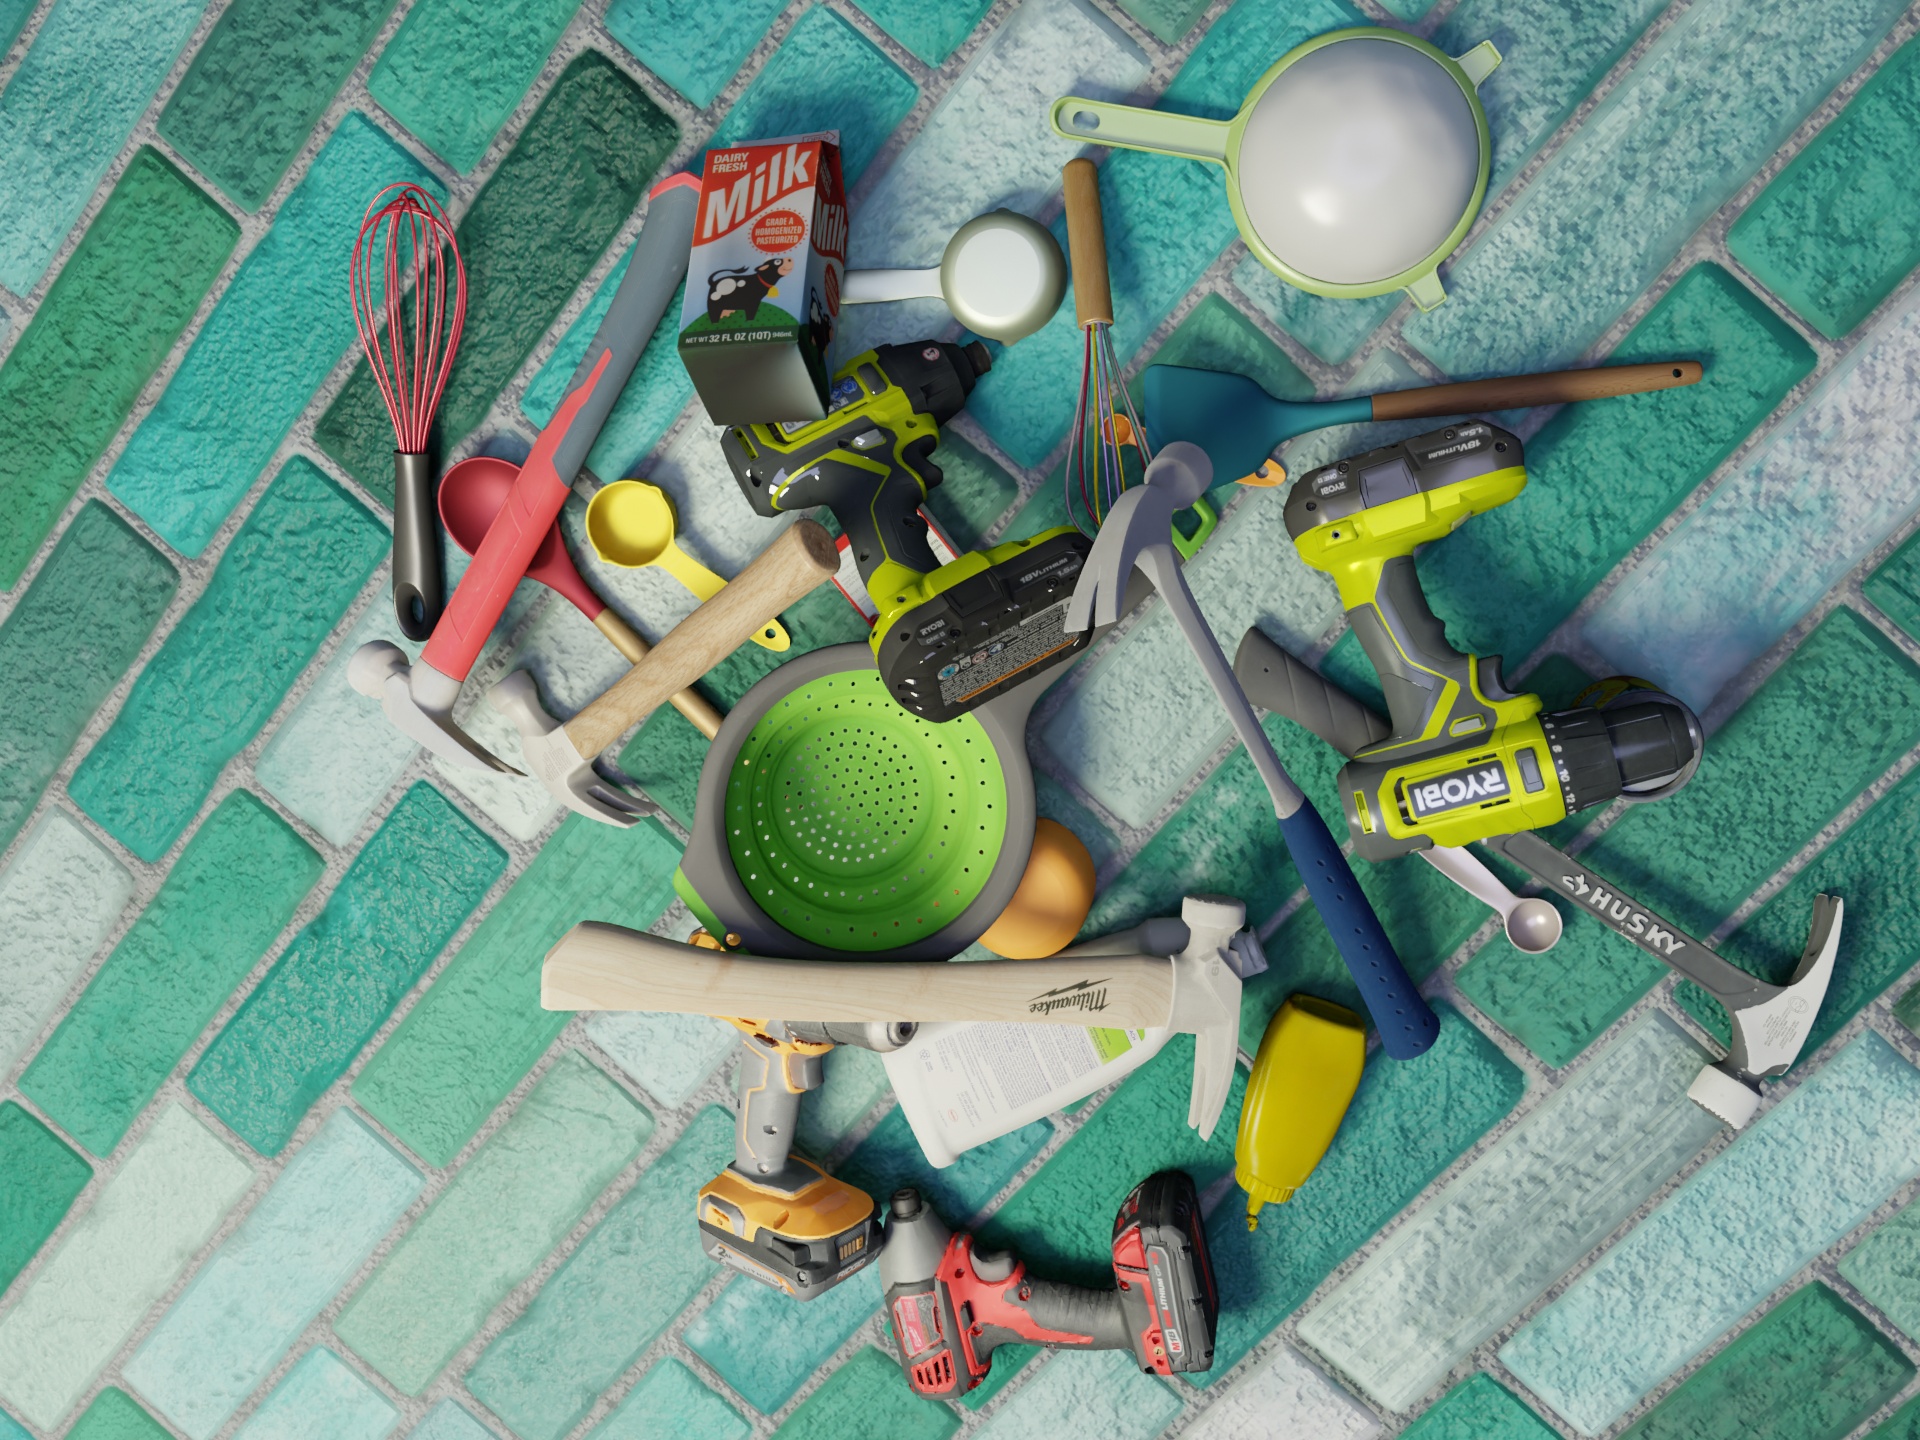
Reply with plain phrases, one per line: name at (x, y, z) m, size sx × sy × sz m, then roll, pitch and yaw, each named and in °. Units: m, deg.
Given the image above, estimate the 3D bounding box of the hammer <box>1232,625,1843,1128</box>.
hammer at (0.339, 0.069, 0.965) m, size 0.409 × 0.036 × 0.149 m, roll 35°, pitch 91°, yaw 4°

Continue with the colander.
colander at (-0.002, -0.003, 0.991) m, size 0.397 × 0.094 × 0.204 m, roll -42°, pitch 100°, yaw -5°

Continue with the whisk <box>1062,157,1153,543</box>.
whisk at (0.082, -0.211, 0.931) m, size 0.051 × 0.047 × 0.245 m, roll -13°, pitch 81°, yaw 53°

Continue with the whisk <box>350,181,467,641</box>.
whisk at (-0.355, -0.193, 1.029) m, size 0.073 × 0.073 × 0.295 m, roll 7°, pitch 108°, yaw 8°

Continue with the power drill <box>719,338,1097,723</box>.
power drill at (-0.018, -0.124, 0.923) m, size 0.171 × 0.080 × 0.223 m, roll -28°, pitch 62°, yaw -8°

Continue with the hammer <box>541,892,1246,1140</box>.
hammer at (-0.034, 0.168, 0.930) m, size 0.410 × 0.038 × 0.146 m, roll 4°, pitch 93°, yaw -11°

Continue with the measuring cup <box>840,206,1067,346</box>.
measuring cup at (-0.020, -0.267, 0.964) m, size 0.167 × 0.038 × 0.083 m, roll -1°, pitch 101°, yaw 8°

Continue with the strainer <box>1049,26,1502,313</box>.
strainer at (0.174, -0.328, 0.903) m, size 0.256 × 0.069 × 0.151 m, roll 12°, pitch 103°, yaw 6°

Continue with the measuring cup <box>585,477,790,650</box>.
measuring cup at (-0.173, -0.099, 1.036) m, size 0.156 × 0.029 × 0.062 m, roll 39°, pitch 105°, yaw -12°

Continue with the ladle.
ladle at (-0.218, -0.052, 1.048) m, size 0.315 × 0.031 × 0.069 m, roll 45°, pitch 100°, yaw -3°

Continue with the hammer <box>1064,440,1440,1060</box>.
hammer at (0.184, 0.045, 0.926) m, size 0.035 × 0.144 × 0.405 m, roll -10°, pitch 120°, yaw 43°

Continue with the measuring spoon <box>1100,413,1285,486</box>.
measuring spoon at (0.142, -0.165, 0.974) m, size 0.117 × 0.011 × 0.021 m, roll 16°, pitch 104°, yaw 2°

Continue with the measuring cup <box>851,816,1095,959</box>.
measuring cup at (0.003, 0.124, 1.030) m, size 0.173 × 0.052 × 0.095 m, roll -20°, pitch 97°, yaw 11°

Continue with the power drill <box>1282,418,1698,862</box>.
power drill at (0.292, -0.047, 0.904) m, size 0.190 × 0.080 × 0.228 m, roll -16°, pitch 83°, yaw 15°

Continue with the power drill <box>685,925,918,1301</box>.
power drill at (-0.099, 0.252, 1.030) m, size 0.185 × 0.084 × 0.226 m, roll 7°, pitch 103°, yaw 40°

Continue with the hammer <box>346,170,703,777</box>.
hammer at (-0.239, -0.155, 0.982) m, size 0.143 × 0.038 × 0.386 m, roll 32°, pitch 94°, yaw 24°

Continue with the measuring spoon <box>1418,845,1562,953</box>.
measuring spoon at (0.321, 0.098, 0.994) m, size 0.124 × 0.018 × 0.034 m, roll 40°, pitch 92°, yaw 7°

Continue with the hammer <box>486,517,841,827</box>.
hammer at (-0.176, -0.029, 0.965) m, size 0.331 × 0.031 × 0.130 m, roll -31°, pitch 94°, yaw 43°

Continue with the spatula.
spatula at (0.268, -0.184, 0.930) m, size 0.317 × 0.044 × 0.082 m, roll -5°, pitch 96°, yaw 10°

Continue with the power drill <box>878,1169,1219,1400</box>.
power drill at (0.053, 0.372, 1.062) m, size 0.219 × 0.078 × 0.143 m, roll -11°, pitch 99°, yaw 14°
